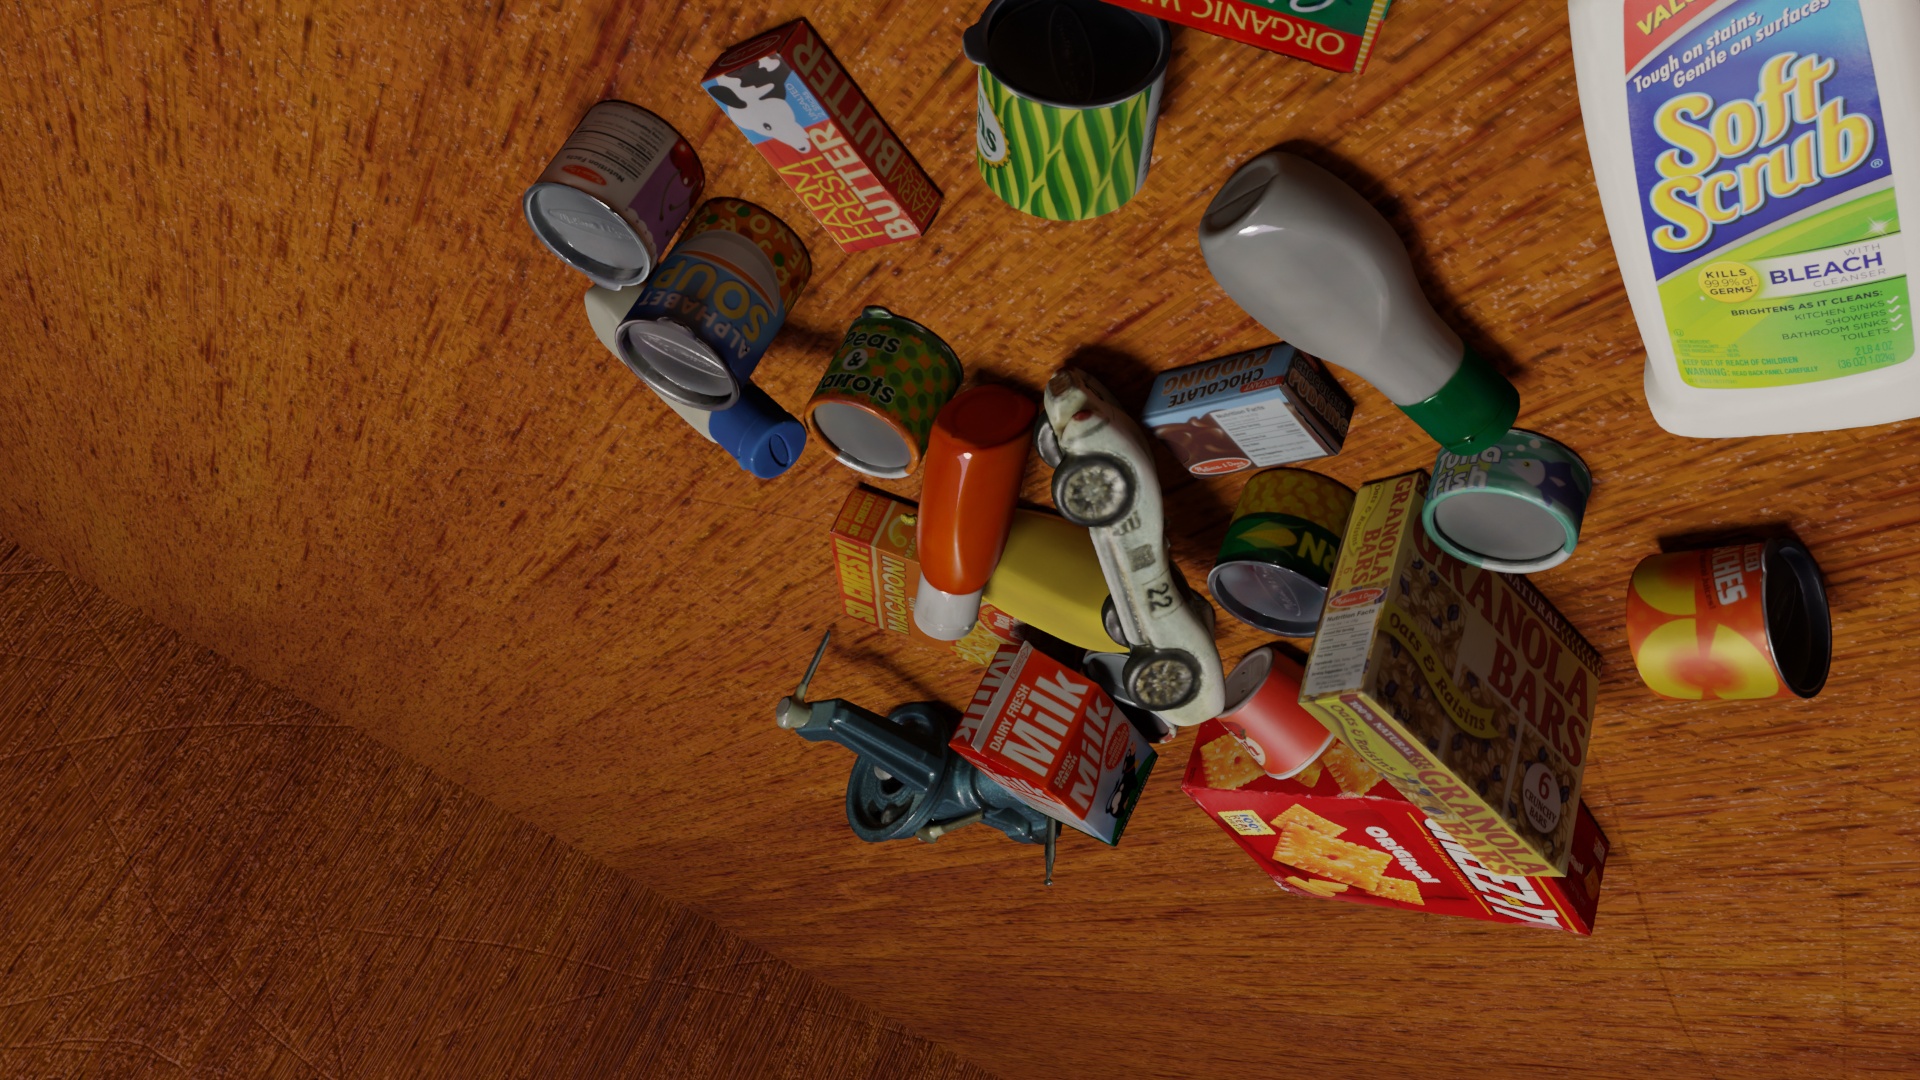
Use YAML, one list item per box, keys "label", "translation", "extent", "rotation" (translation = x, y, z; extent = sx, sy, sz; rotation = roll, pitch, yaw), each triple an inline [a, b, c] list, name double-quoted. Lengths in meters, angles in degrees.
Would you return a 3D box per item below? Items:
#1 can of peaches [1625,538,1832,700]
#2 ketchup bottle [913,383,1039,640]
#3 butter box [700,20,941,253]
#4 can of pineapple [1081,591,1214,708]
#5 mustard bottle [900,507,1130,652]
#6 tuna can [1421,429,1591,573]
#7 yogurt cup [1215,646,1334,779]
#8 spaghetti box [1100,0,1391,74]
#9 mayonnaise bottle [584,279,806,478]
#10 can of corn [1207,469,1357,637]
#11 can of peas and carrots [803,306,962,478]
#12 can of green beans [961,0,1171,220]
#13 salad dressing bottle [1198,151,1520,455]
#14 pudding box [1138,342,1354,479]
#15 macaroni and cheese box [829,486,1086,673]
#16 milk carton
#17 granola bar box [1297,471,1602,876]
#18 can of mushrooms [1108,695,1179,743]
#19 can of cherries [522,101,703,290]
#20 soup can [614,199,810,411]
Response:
- label: "can of peaches"
  translation: [0.326, 0.033, 0.591]
  extent: [0.071, 0.071, 0.058]
  rotation: [40, 150, -27]
- label: "ketchup bottle"
  translation: [0.003, -0.009, 0.744]
  extent: [0.043, 0.065, 0.148]
  rotation: [32, 135, 23]
- label: "butter box"
  translation: [-0.058, -0.171, 0.600]
  extent: [0.053, 0.024, 0.103]
  rotation: [-2, 142, 44]
- label: "can of pineapple"
  translation: [0.115, 0.063, 0.833]
  extent: [0.071, 0.058, 0.070]
  rotation: [20, 153, 11]
- label: "mustard bottle"
  translation: [0.036, 0.012, 0.810]
  extent: [0.160, 0.065, 0.048]
  rotation: [21, 148, 22]
- label: "tuna can"
  translation: [0.238, -0.018, 0.610]
  extent: [0.071, 0.033, 0.070]
  rotation: [20, 153, 11]
- label: "yogurt cup"
  translation: [0.189, 0.100, 0.833]
  extent: [0.054, 0.073, 0.072]
  rotation: [39, 151, -8]
- label: "spaghetti box"
  translation: [0.020, -0.212, 0.454]
  extent: [0.250, 0.029, 0.050]
  rotation: [20, 153, 11]
- label: "mayonnaise bottle"
  translation: [-0.141, -0.088, 0.743]
  extent: [0.148, 0.041, 0.064]
  rotation: [40, 164, 28]
- label: "can of corn"
  translation: [0.165, 0.006, 0.688]
  extent: [0.071, 0.058, 0.071]
  rotation: [20, 153, 11]
- label: "can of peas and carrots"
  translation: [-0.041, -0.075, 0.719]
  extent: [0.071, 0.059, 0.070]
  rotation: [20, 152, 11]
- label: "can of green beans"
  translation: [0.038, -0.157, 0.495]
  extent: [0.071, 0.071, 0.057]
  rotation: [20, 153, 10]
- label: "salad dressing bottle"
  translation: [0.159, -0.088, 0.543]
  extent: [0.147, 0.044, 0.064]
  rotation: [36, 150, -22]
- label: "pudding box"
  translation: [0.129, -0.058, 0.635]
  extent: [0.049, 0.030, 0.083]
  rotation: [41, 150, -29]
- label: "macaroni and cheese box"
  translation: [0.003, 0.035, 0.901]
  extent: [0.166, 0.040, 0.123]
  rotation: [20, 153, 10]
- label: "milk carton"
  translation: [0.056, 0.126, 0.872]
  extent: [0.073, 0.072, 0.190]
  rotation: [20, 165, 30]
- label: "granola bar box"
  translation: [0.237, 0.066, 0.659]
  extent: [0.165, 0.125, 0.039]
  rotation: [39, 148, -25]
- label: "can of mushrooms"
  translation: [0.118, 0.108, 0.940]
  extent: [0.071, 0.033, 0.070]
  rotation: [19, 152, 11]
- label: "can of cherries"
  translation: [-0.165, -0.164, 0.667]
  extent: [0.071, 0.058, 0.071]
  rotation: [19, 152, 11]
- label: "soup can"
  translation: [-0.120, -0.117, 0.683]
  extent: [0.071, 0.084, 0.071]
  rotation: [20, 152, 11]
